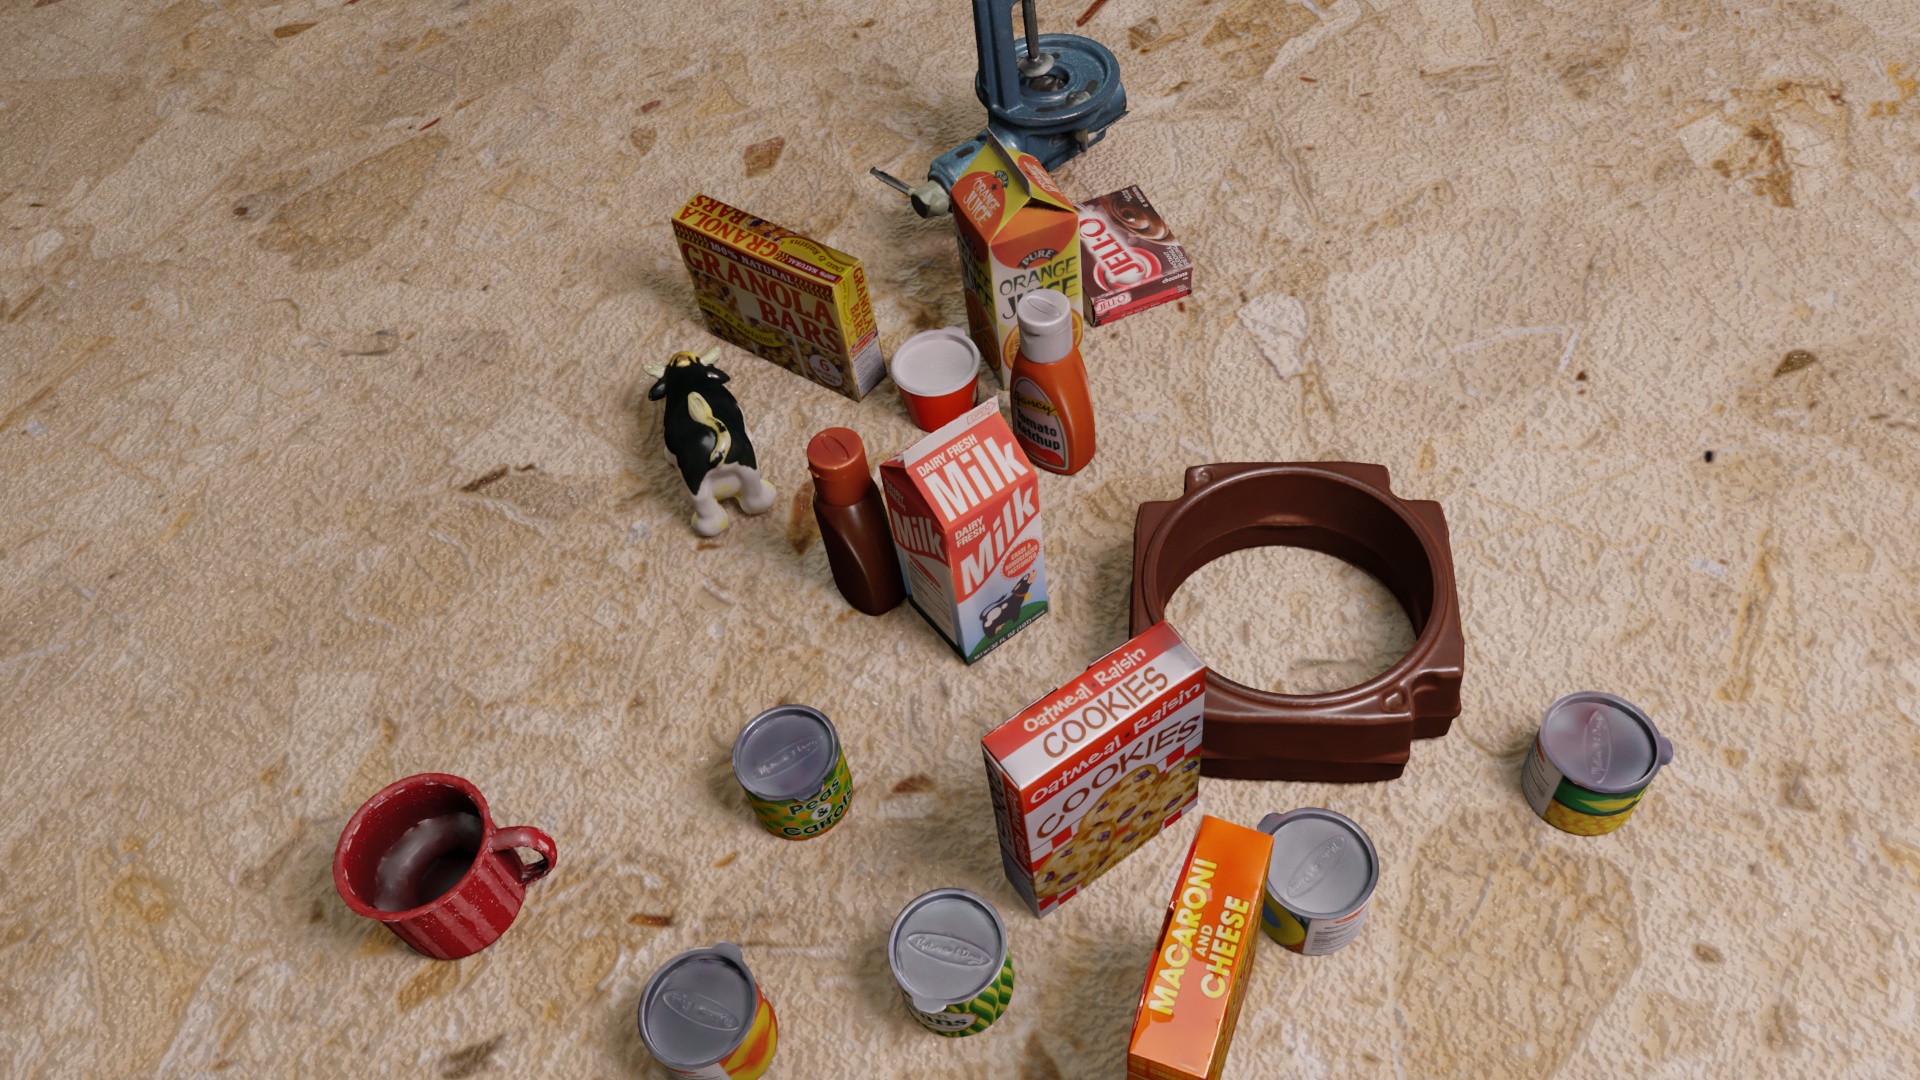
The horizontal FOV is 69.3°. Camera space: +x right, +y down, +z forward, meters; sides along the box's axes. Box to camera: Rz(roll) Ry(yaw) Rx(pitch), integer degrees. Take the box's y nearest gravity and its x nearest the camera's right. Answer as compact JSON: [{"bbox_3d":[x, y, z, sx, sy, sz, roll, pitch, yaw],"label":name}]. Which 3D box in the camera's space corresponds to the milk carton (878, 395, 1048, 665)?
[{"bbox_3d":[0.003,-0.011,0.889,0.072,0.189,0.073,-34,56,-18],"label":"milk carton"}]

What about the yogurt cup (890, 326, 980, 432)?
[{"bbox_3d":[-0.016,-0.119,1.062,0.072,0.053,0.073,-4,52,5],"label":"yogurt cup"}]

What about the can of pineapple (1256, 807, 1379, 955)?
[{"bbox_3d":[0.199,0.192,0.789,0.071,0.057,0.071,-4,52,5],"label":"can of pineapple"}]

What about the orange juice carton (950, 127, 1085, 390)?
[{"bbox_3d":[0.043,-0.211,1.038,0.073,0.191,0.072,-22,53,-9],"label":"orange juice carton"}]

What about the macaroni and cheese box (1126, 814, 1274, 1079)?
[{"bbox_3d":[0.119,0.232,0.700,0.040,0.165,0.124,14,56,18],"label":"macaroni and cheese box"}]

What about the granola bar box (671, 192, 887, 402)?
[{"bbox_3d":[-0.142,-0.190,1.089,0.166,0.123,0.039,27,60,25],"label":"granola bar box"}]

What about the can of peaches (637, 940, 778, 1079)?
[{"bbox_3d":[-0.138,0.267,0.775,0.071,0.057,0.071,-4,52,5],"label":"can of peaches"}]

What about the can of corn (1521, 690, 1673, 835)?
[{"bbox_3d":[0.371,0.132,0.814,0.071,0.058,0.071,-4,52,5],"label":"can of corn"}]

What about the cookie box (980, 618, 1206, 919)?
[{"bbox_3d":[0.077,0.132,0.783,0.123,0.166,0.040,-32,55,-16],"label":"cookie box"}]

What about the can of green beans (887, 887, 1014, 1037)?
[{"bbox_3d":[-0.004,0.238,0.780,0.071,0.057,0.071,-4,52,5],"label":"can of green beans"}]

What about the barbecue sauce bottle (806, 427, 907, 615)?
[{"bbox_3d":[-0.072,-0.014,0.927,0.044,0.147,0.065,-33,56,-17],"label":"barbecue sauce bottle"}]

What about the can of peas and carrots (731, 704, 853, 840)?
[{"bbox_3d":[-0.102,0.146,0.864,0.071,0.058,0.071,-4,52,5],"label":"can of peas and carrots"}]

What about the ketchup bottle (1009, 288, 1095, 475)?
[{"bbox_3d":[0.064,-0.113,0.987,0.065,0.148,0.044,31,62,27],"label":"ketchup bottle"}]
